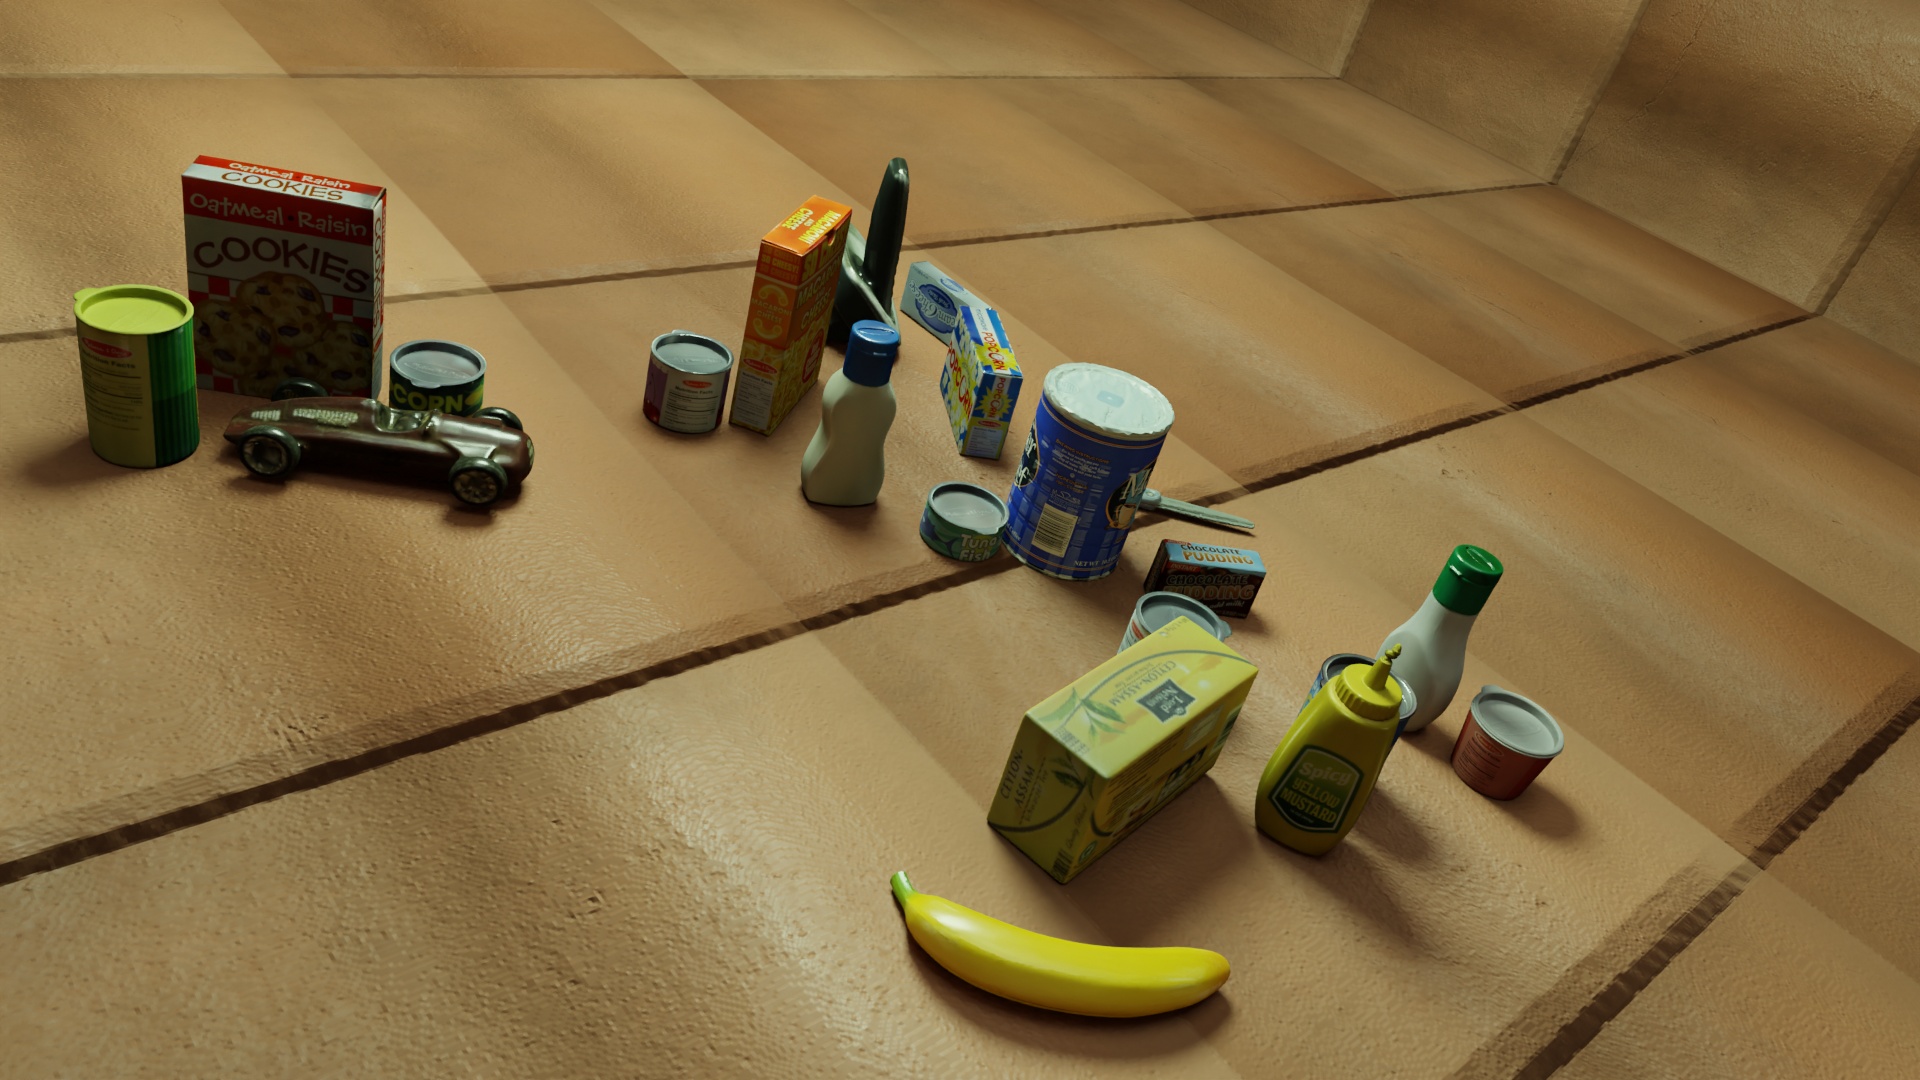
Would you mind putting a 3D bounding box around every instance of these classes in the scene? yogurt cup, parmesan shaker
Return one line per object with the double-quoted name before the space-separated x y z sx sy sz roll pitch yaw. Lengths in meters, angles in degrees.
"yogurt cup" 0.391 0.149 1.002 0.072 0.053 0.073 12 33 -8
"parmesan shaker" -0.545 -0.109 0.919 0.071 0.102 0.072 12 33 -8

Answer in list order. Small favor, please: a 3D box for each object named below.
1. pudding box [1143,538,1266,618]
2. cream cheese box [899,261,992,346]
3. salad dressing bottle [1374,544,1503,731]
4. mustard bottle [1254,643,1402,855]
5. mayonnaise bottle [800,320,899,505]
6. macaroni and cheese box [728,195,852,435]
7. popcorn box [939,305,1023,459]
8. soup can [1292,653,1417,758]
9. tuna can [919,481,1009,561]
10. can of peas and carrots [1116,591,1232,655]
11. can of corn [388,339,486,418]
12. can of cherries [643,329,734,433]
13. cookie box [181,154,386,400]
"pudding box" 0.192 0.029 1.093 0.084 0.049 0.030 8 34 -13
"cream cheese box" -0.015 -0.229 1.376 0.024 0.053 0.104 -17 46 -41
"salad dressing bottle" 0.345 0.072 1.010 0.044 0.146 0.064 -3 38 -28
"mustard bottle" 0.237 0.126 0.871 0.065 0.159 0.049 25 34 12
"mayonnaise bottle" -0.080 -0.096 1.066 0.065 0.147 0.041 1 36 -23
"macaroni and cheese box" -0.140 -0.188 1.157 0.040 0.165 0.124 20 33 5
"popcorn box" 0.016 -0.142 1.233 0.038 0.084 0.127 6 35 -16
"soup can" 0.260 0.129 0.946 0.071 0.083 0.072 12 33 -8
"tuna can" 0.004 -0.014 1.087 0.071 0.032 0.071 12 33 -8
"can of peas and carrots" 0.151 0.079 0.993 0.071 0.058 0.071 12 33 -8
"can of corn" -0.387 -0.106 1.025 0.071 0.058 0.071 12 33 -8
"can of cherries" -0.223 -0.130 1.133 0.071 0.058 0.072 12 33 -8
"cookie box" -0.480 -0.181 0.993 0.123 0.166 0.040 8 34 -14
